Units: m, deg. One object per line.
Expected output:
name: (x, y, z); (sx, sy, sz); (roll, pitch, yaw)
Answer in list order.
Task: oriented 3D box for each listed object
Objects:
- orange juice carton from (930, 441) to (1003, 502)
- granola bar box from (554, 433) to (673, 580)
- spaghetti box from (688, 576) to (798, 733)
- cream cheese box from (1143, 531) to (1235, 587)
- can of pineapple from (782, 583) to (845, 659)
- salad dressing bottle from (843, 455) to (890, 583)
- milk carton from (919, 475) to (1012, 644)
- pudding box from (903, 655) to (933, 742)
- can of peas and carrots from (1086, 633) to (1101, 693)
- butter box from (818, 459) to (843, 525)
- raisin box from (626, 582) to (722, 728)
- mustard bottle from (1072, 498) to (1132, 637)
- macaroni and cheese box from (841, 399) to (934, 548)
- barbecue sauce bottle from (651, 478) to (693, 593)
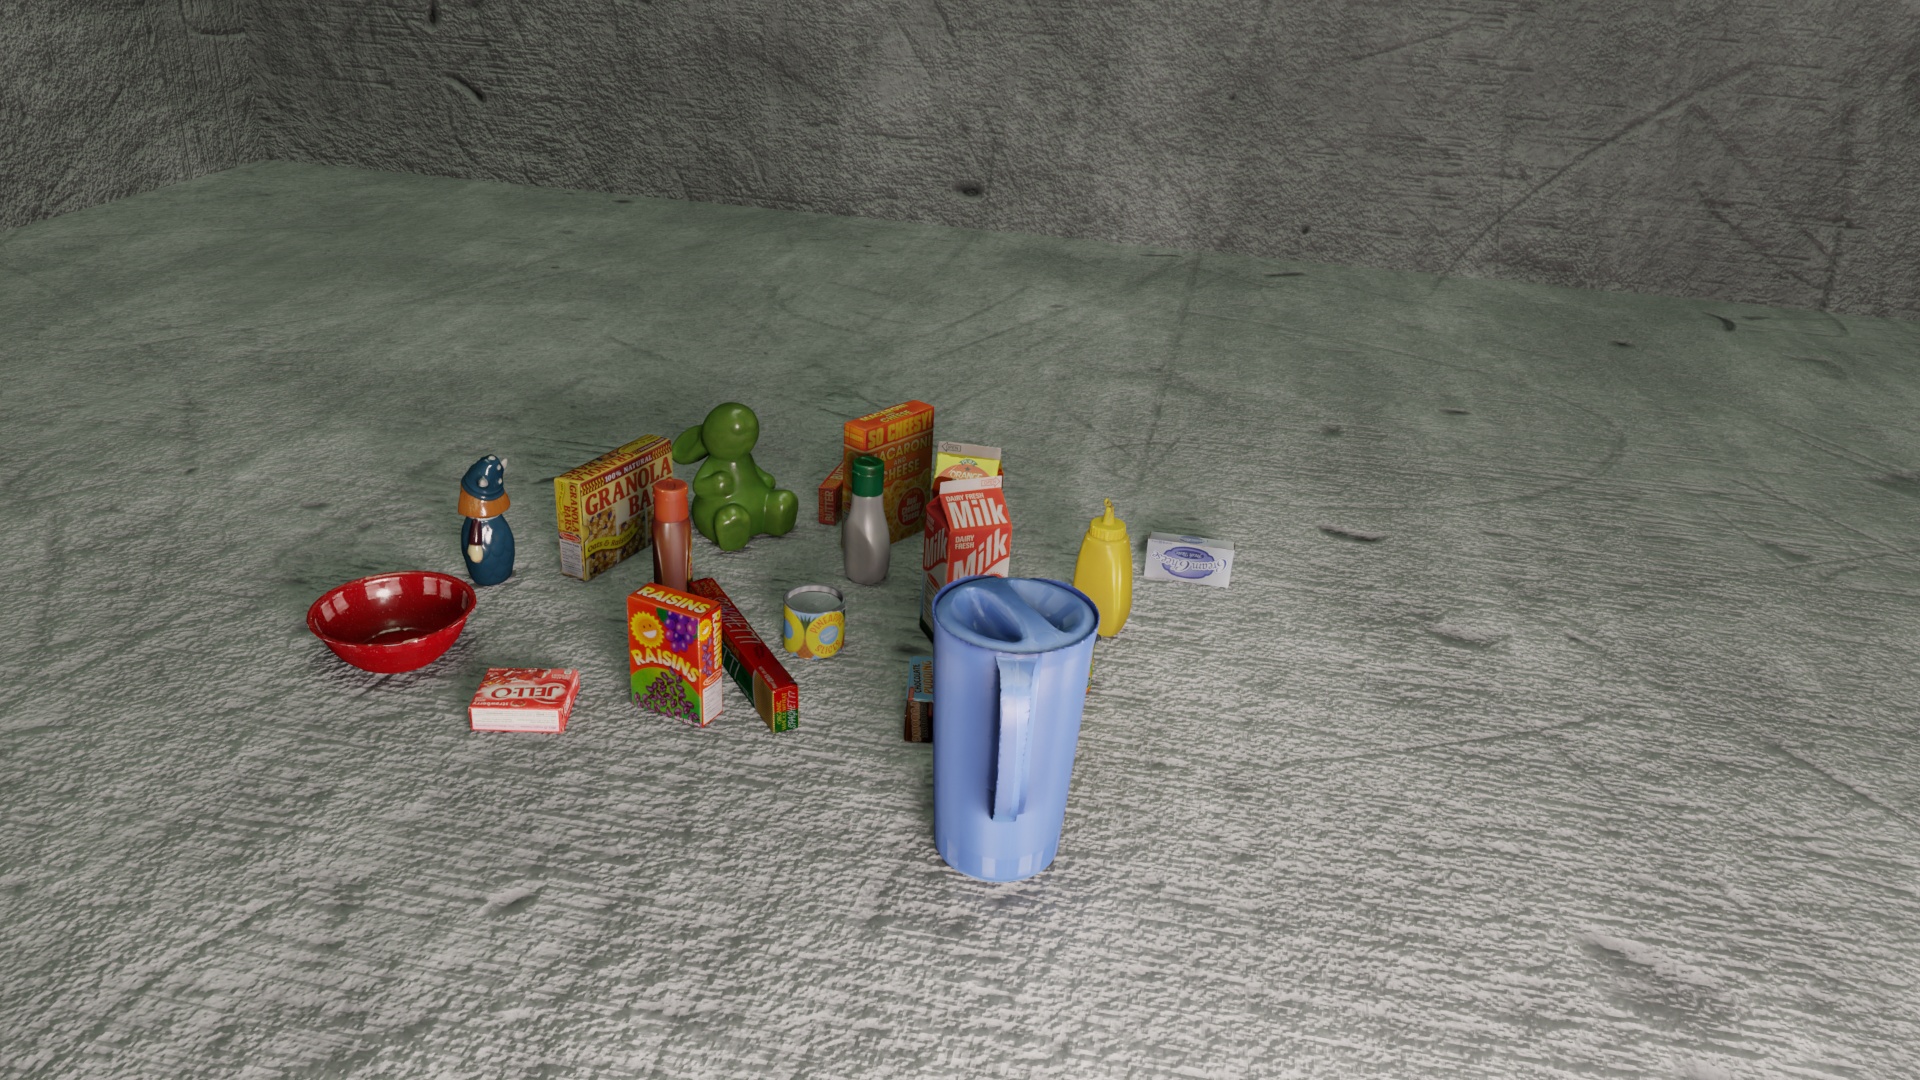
orange juice carton: (0.006, -0.020, 1.564); (0.072, 0.191, 0.073); (7, 26, 7)
granola bar box: (-0.403, -0.041, 1.636); (0.039, 0.123, 0.166); (15, 28, 23)
spaghetti box: (-0.226, 0.112, 1.425); (0.029, 0.050, 0.251); (-11, 29, -27)
cream cheese box: (0.275, 0.023, 1.668); (0.104, 0.053, 0.024); (7, 26, 8)
can of pineapple: (-0.155, 0.087, 1.478); (0.071, 0.057, 0.071); (3, 26, -1)
salad dressing bottle: (-0.108, -0.024, 1.610); (0.044, 0.147, 0.064); (-18, 33, -37)
milk carton: (0.005, 0.021, 1.482); (0.072, 0.189, 0.073); (-7, 27, -21)
pudding box: (-0.038, 0.155, 1.362); (0.030, 0.049, 0.084); (3, 26, 0)
can of peas and carrots: (0.107, 0.123, 1.434); (0.071, 0.058, 0.071); (3, 26, -1)
butter box: (-0.156, -0.064, 1.795); (0.024, 0.053, 0.104); (9, 26, 12)
raisin box: (-0.274, 0.110, 1.340); (0.086, 0.122, 0.040); (15, 28, 23)
mustard bottle: (0.159, 0.026, 1.526); (0.065, 0.159, 0.049); (17, 28, 26)
macaroni and cheese box: (-0.090, -0.078, 1.703); (0.040, 0.165, 0.124); (23, 32, 35)
barbecue sauce bottle: (-0.316, 0.006, 1.520); (0.044, 0.147, 0.065); (-3, 26, -14)
